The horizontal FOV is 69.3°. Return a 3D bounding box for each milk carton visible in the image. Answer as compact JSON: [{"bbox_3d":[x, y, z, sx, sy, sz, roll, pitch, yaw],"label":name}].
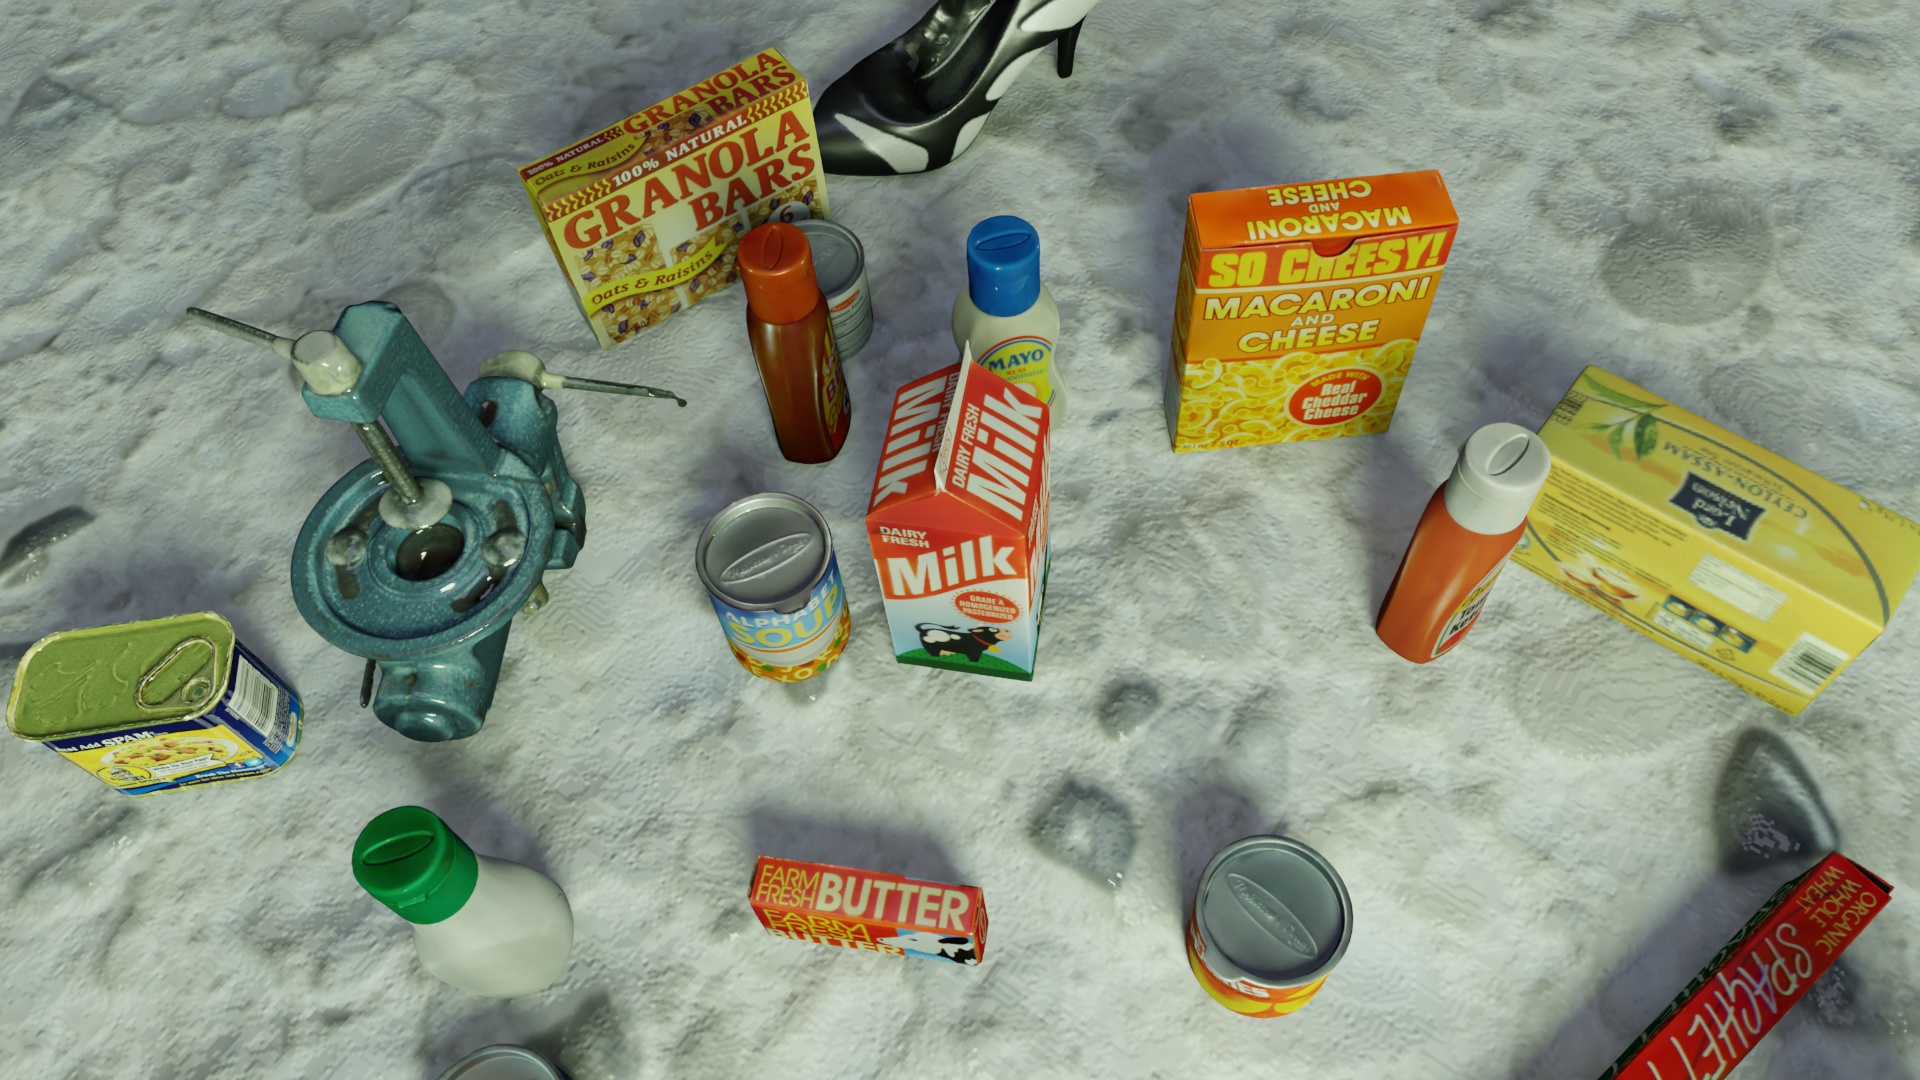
[{"bbox_3d":[0.002,-0.008,0.653,0.073,0.189,0.073,7,59,8],"label":"milk carton"}]

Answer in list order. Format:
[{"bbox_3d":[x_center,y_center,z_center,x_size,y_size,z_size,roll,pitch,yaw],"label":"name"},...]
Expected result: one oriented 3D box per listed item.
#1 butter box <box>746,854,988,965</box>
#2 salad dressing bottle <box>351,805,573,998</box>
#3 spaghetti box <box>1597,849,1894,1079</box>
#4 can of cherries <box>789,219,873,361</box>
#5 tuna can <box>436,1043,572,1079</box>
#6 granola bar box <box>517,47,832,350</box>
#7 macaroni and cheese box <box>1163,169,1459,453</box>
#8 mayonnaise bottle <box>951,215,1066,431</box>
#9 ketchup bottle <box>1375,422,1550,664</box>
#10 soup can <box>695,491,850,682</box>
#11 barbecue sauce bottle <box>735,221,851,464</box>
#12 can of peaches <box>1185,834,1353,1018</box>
[{"bbox_3d":[-0.041,0.168,0.627,0.103,0.053,0.024,6,59,7],"label":"butter box"},{"bbox_3d":[-0.209,0.155,0.590,0.064,0.147,0.044,-17,59,-6],"label":"salad dressing bottle"},{"bbox_3d":[0.293,0.221,0.576,0.251,0.050,0.029,-36,63,-17],"label":"spaghetti box"},{"bbox_3d":[-0.088,-0.147,0.822,0.071,0.058,0.072,-2,58,3],"label":"can of cherries"},{"bbox_3d":[-0.194,0.255,0.595,0.071,0.032,0.071,-2,58,3],"label":"tuna can"},{"bbox_3d":[-0.162,-0.200,0.820,0.166,0.123,0.039,-31,62,-15],"label":"granola bar box"},{"bbox_3d":[0.175,-0.112,0.721,0.124,0.165,0.040,-6,59,0],"label":"macaroni and cheese box"},{"bbox_3d":[0.024,-0.108,0.738,0.065,0.147,0.041,-14,59,-5],"label":"mayonnaise bottle"},{"bbox_3d":[0.238,0.001,0.657,0.043,0.148,0.065,39,68,23],"label":"ketchup bottle"},{"bbox_3d":[-0.091,0.028,0.699,0.071,0.083,0.071,-2,58,3],"label":"soup can"},{"bbox_3d":[-0.089,-0.106,0.743,0.044,0.147,0.065,1,59,4],"label":"barbecue sauce bottle"},{"bbox_3d":[0.132,0.172,0.611,0.071,0.057,0.071,-2,58,3],"label":"can of peaches"}]
